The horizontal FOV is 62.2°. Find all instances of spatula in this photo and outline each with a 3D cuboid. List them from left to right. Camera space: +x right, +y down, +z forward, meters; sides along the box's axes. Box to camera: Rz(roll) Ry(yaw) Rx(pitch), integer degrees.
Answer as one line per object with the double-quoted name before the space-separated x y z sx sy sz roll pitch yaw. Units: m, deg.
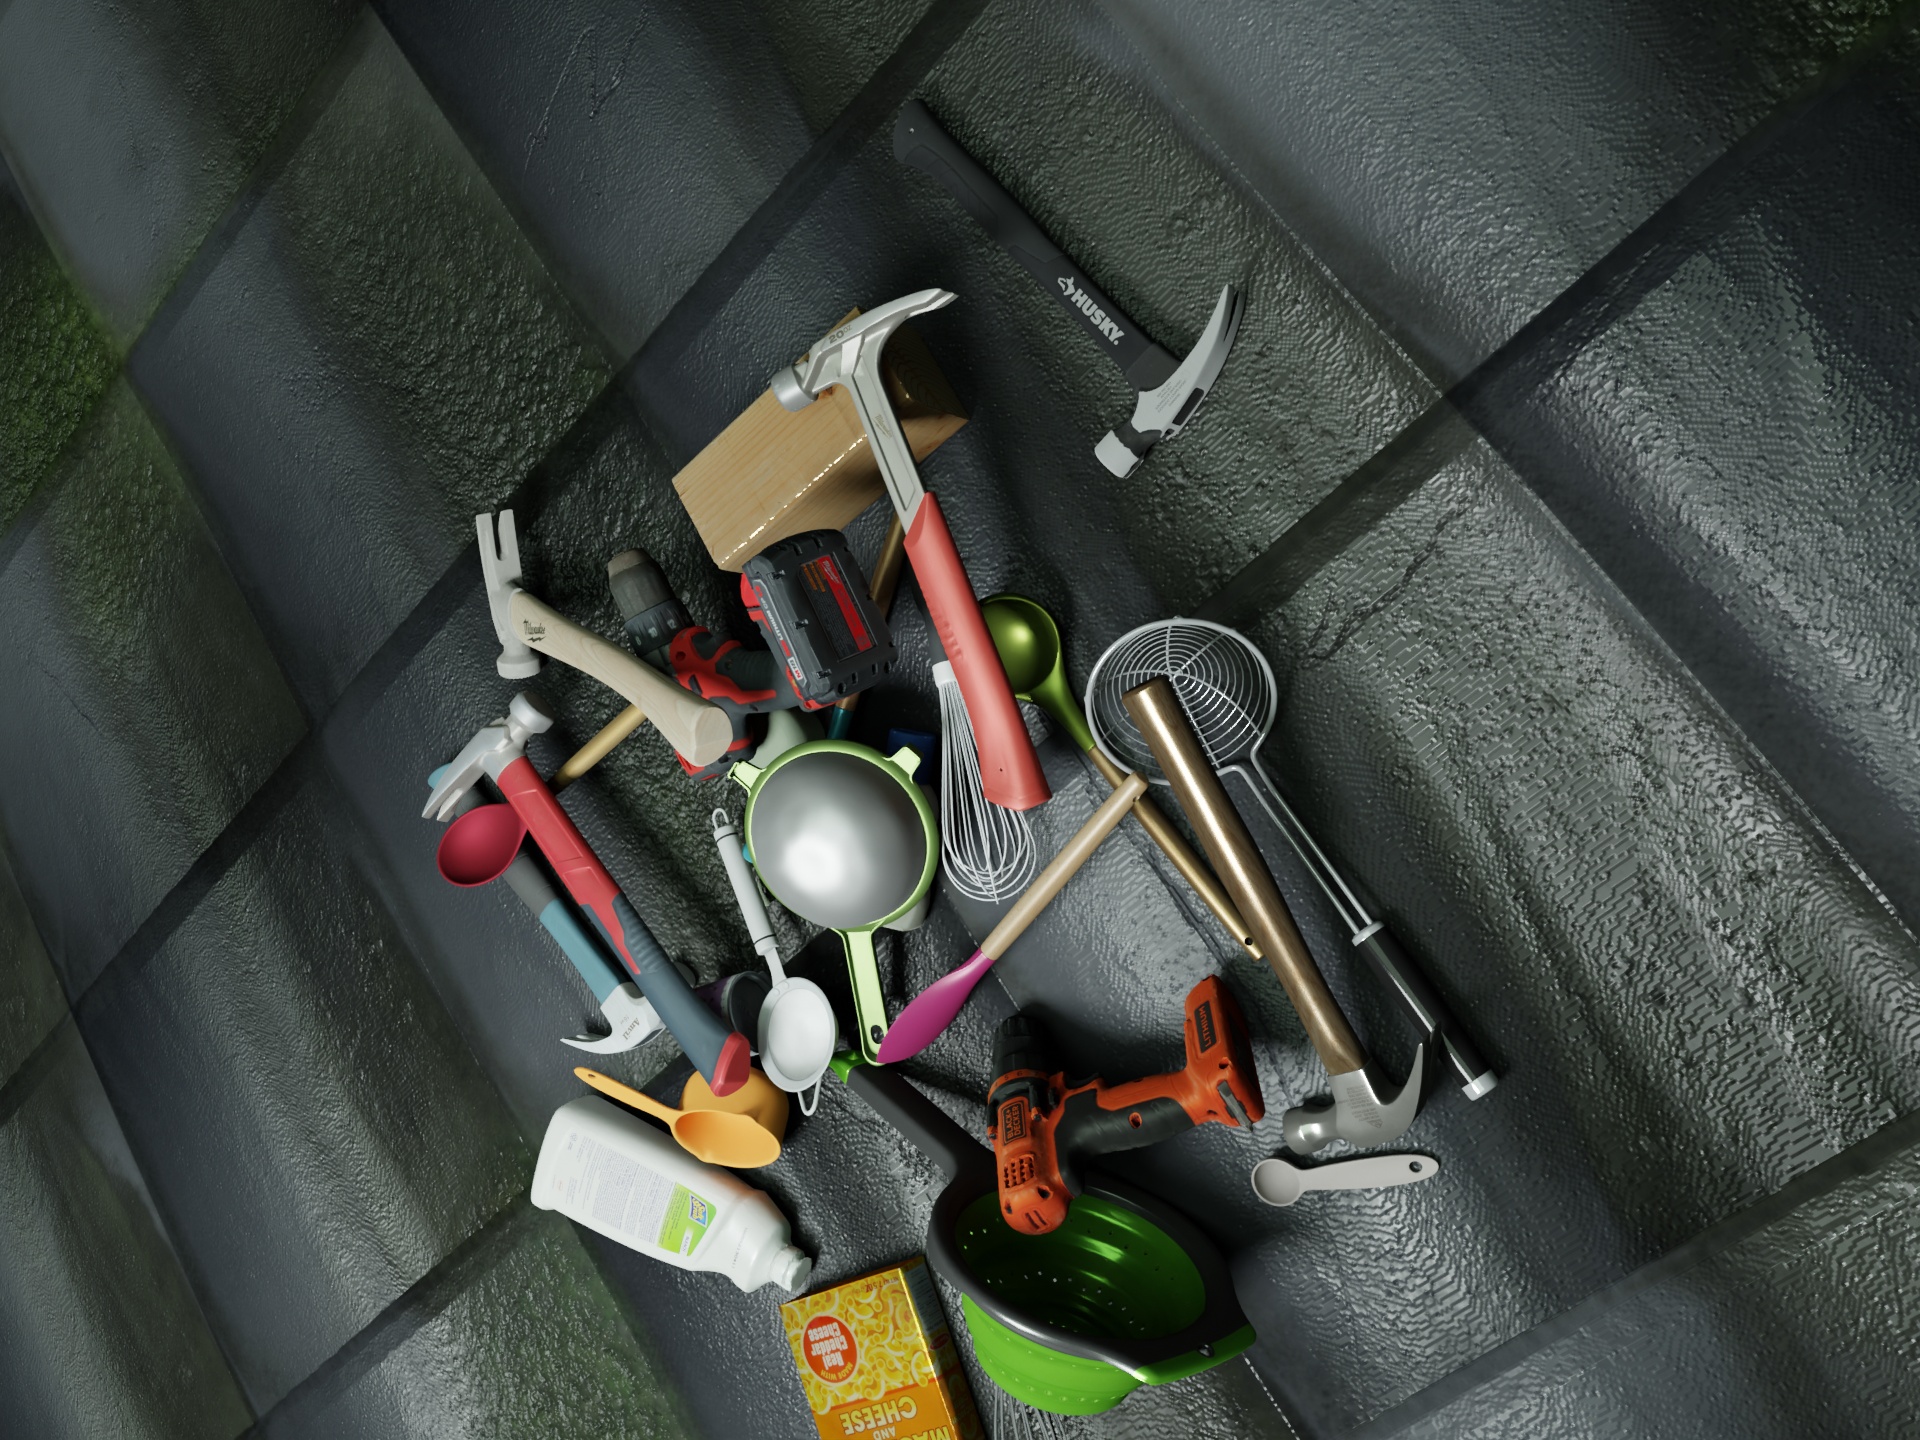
"spatula" -0.081 -0.033 1.217 0.082 0.044 0.317 17 94 6

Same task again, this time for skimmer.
"skimmer" 0.219 0.091 1.030 0.127 0.090 0.363 -41 71 22

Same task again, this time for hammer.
"hammer" -0.365 0.155 1.393 0.331 0.033 0.128 46 110 21
"hammer" -0.298 0.155 1.280 0.143 0.038 0.387 -46 65 10
"hammer" -0.285 -0.059 1.233 0.411 0.038 0.146 25 125 51
"hammer" -0.007 -0.111 1.107 0.149 0.036 0.359 -23 88 25
"hammer" 0.062 -0.340 1.150 0.146 0.035 0.335 -48 69 22
"hammer" 0.196 0.121 1.017 0.130 0.031 0.331 -27 91 41

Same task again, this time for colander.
"colander" 0.020 0.360 1.111 0.397 0.204 0.094 29 112 45

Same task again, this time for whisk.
"whisk" -0.002 -0.004 1.179 0.070 0.070 0.285 -19 76 28
"whisk" 0.031 0.453 1.162 0.055 0.055 0.239 -23 74 27

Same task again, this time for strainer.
"strainer" -0.146 0.182 1.245 0.087 0.050 0.259 -36 67 31
"strainer" -0.087 0.144 1.159 0.151 0.069 0.256 -5 104 17

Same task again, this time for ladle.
"ladle" -0.326 0.037 1.353 0.315 0.031 0.069 -39 69 14
"ladle" 0.107 0.039 1.114 0.078 0.062 0.320 -42 73 15

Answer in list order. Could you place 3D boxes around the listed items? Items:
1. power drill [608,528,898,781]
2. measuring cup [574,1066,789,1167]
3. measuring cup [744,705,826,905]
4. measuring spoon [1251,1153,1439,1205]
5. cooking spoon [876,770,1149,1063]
"power drill" -0.168 -0.067 1.174 0.226 0.080 0.188 -23 93 45
"measuring cup" -0.215 0.290 1.248 0.173 0.052 0.095 28 135 -13
"measuring cup" -0.154 0.067 1.269 0.083 0.038 0.167 9 92 29
"measuring spoon" 0.255 0.299 1.056 0.124 0.018 0.034 -13 97 22
"cooking spoon" 0.034 0.148 1.126 0.318 0.068 0.017 -53 57 28
